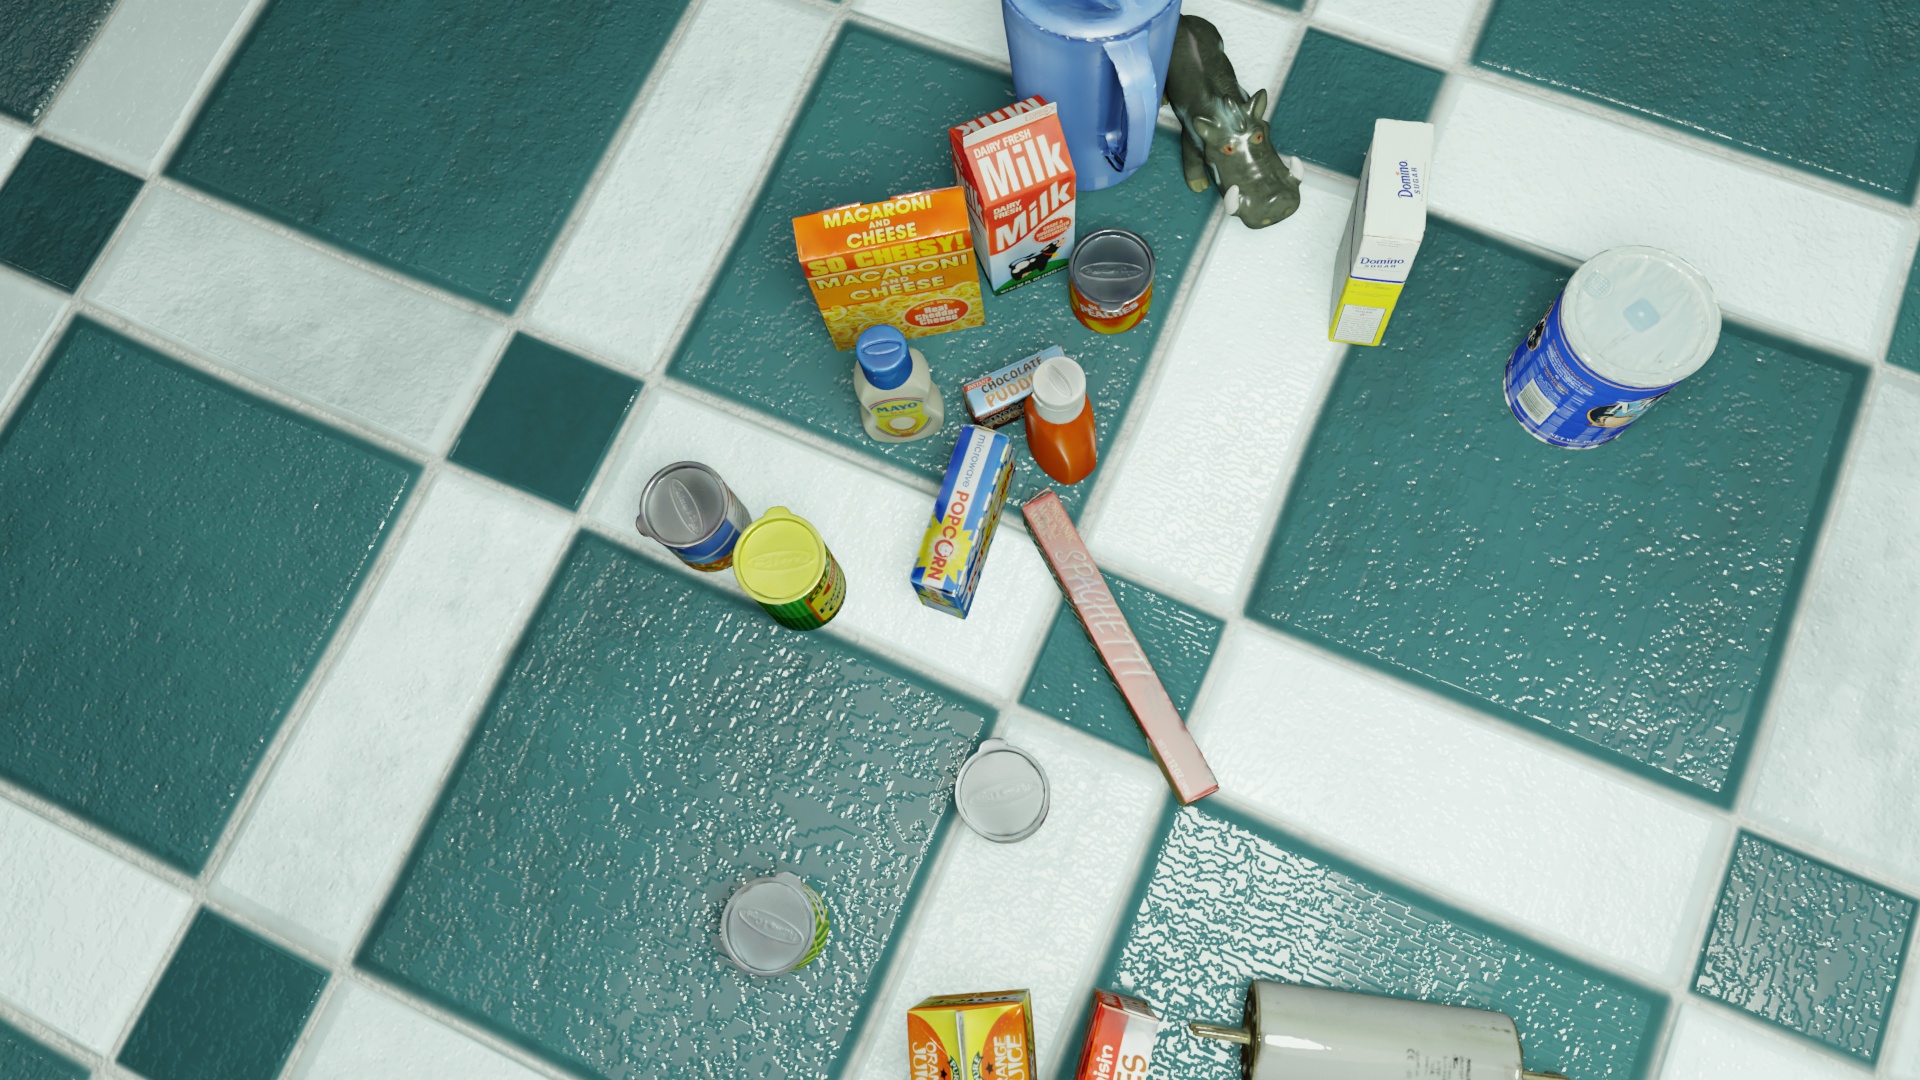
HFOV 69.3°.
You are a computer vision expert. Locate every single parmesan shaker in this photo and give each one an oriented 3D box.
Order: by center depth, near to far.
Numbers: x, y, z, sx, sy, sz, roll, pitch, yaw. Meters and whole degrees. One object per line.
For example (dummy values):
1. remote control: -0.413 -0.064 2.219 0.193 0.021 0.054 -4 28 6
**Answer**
1. parmesan shaker: -0.123 0.023 1.021 0.071 0.103 0.071 -1 75 4

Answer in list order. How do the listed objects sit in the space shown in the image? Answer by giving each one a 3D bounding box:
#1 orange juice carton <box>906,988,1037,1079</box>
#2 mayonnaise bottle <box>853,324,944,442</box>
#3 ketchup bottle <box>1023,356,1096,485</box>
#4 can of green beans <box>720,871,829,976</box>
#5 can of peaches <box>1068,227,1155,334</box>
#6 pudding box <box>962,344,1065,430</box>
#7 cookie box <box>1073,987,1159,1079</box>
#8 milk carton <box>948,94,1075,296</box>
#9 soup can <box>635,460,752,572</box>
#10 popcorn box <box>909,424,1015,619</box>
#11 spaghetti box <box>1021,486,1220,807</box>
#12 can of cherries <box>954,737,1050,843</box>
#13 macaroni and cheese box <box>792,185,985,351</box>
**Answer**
1. orange juice carton: 0.009 0.328 0.880 0.073 0.192 0.072 -5 75 3
2. mayonnaise bottle: -0.049 -0.114 1.029 0.065 0.147 0.041 -8 75 3
3. ketchup bottle: 0.072 -0.089 1.012 0.043 0.148 0.065 -34 75 -5
4. can of green beans: -0.129 0.271 0.977 0.071 0.057 0.071 -1 75 4
5. can of peaches: 0.117 -0.200 1.086 0.071 0.058 0.071 -1 75 4
6. pudding box: 0.045 -0.116 1.073 0.084 0.049 0.030 -23 75 -2
7. cookie box: 0.089 0.354 0.880 0.040 0.167 0.123 13 77 8
8. milk carton: 0.040 -0.264 1.041 0.072 0.190 0.073 -22 75 -1
9. soup can: -0.200 -0.015 1.047 0.071 0.083 0.071 -1 75 4
10. popcorn box: 0.004 -0.013 1.030 0.038 0.085 0.127 17 77 9
11. spaghetti box: 0.114 0.077 1.015 0.029 0.050 0.250 -28 74 -3
12. can of cherries: 0.031 0.179 0.989 0.071 0.058 0.071 -1 75 4
13. macaroni and cheese box: -0.049 -0.201 1.043 0.124 0.166 0.040 -10 75 2
